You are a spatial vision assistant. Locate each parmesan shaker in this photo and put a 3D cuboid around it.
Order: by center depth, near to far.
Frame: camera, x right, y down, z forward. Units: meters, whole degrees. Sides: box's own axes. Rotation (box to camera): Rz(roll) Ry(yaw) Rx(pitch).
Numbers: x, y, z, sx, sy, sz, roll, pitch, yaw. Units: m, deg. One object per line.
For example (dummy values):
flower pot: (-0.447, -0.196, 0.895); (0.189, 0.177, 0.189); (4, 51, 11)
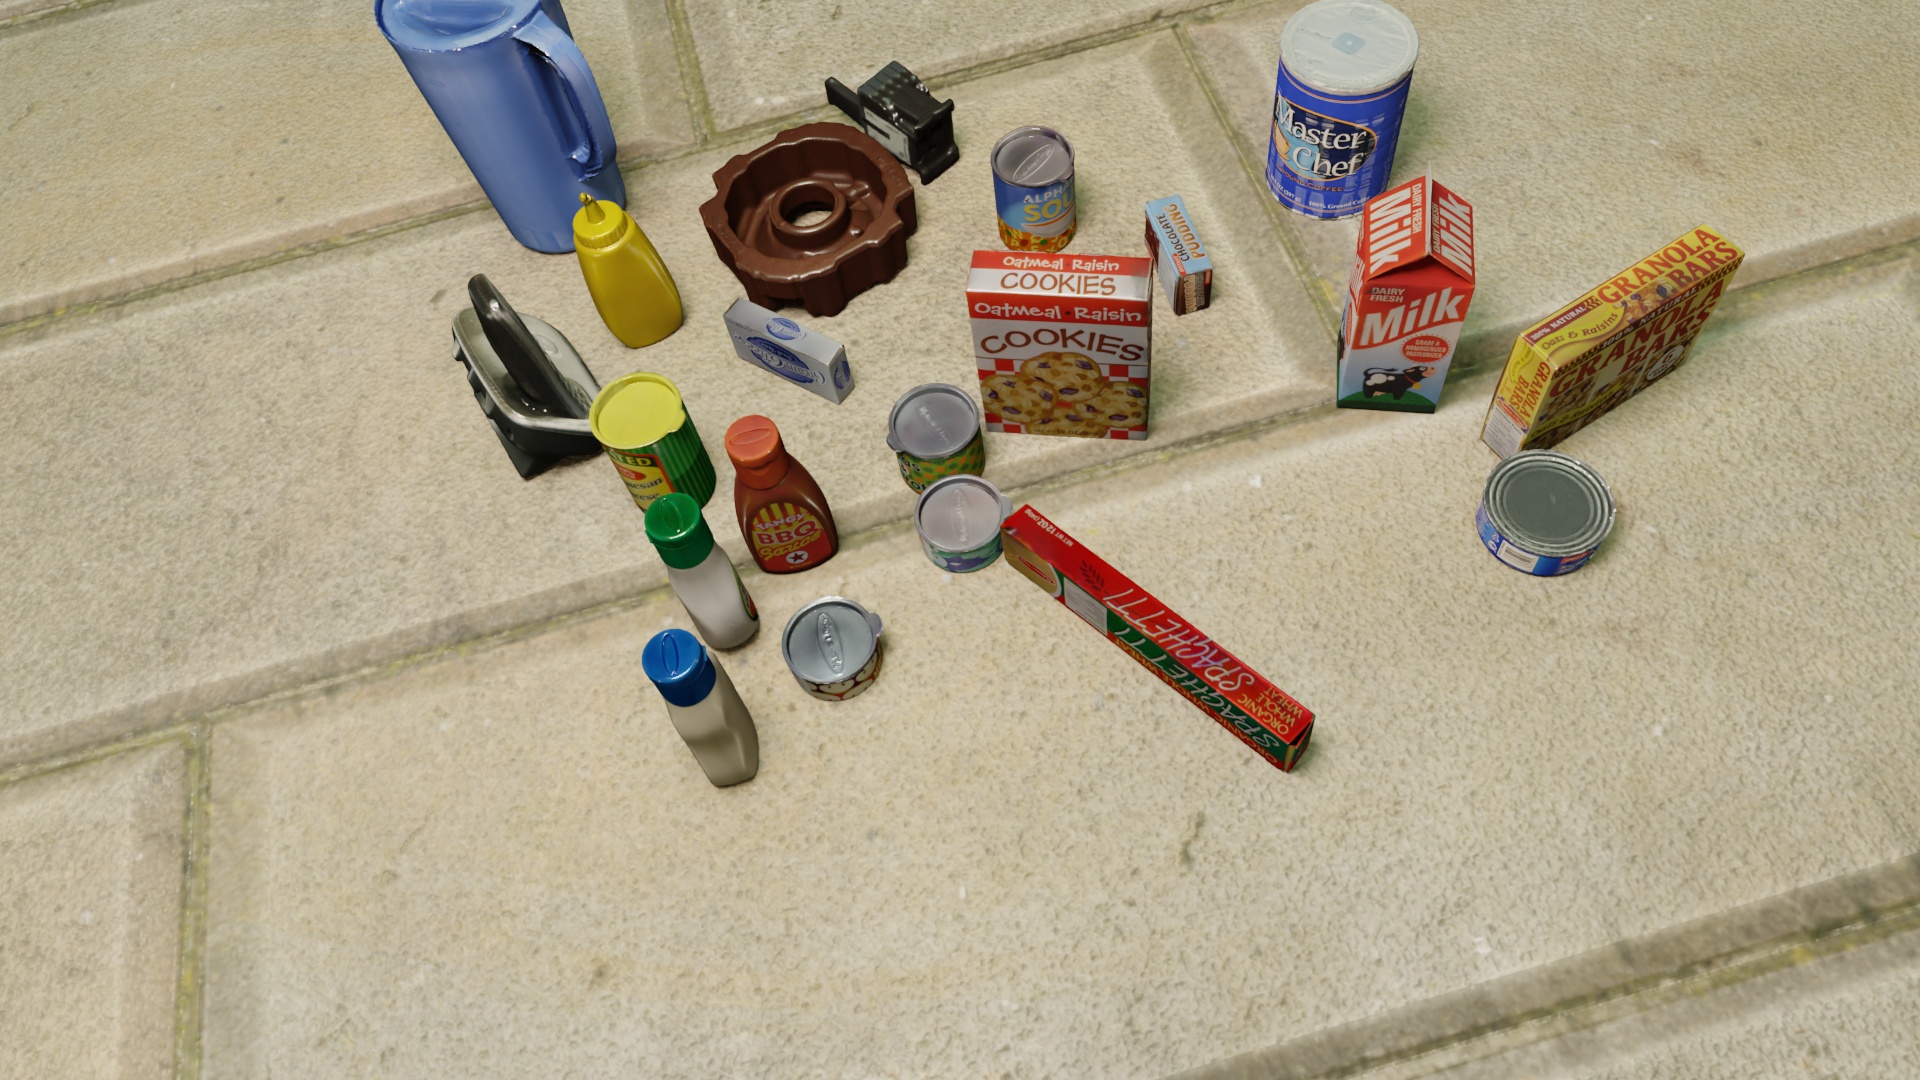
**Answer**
parmesan shaker: (-0.221, -0.066, 1.018); (0.071, 0.102, 0.071); (-3, 60, 5)

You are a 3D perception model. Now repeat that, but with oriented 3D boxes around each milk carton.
milk carton: (0.310, -0.172, 0.968); (0.073, 0.189, 0.072); (4, 61, 9)

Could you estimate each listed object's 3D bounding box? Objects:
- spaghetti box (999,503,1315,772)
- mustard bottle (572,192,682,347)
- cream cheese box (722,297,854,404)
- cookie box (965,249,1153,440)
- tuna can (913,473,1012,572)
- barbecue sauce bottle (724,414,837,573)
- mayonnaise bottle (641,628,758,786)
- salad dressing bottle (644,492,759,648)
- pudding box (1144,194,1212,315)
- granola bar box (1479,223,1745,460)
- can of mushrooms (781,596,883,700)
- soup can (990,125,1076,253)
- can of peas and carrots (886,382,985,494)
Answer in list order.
spaghetti box: (0.128, 0.063, 0.932); (0.250, 0.050, 0.029); (37, 70, 24)
mustard bottle: (-0.265, -0.217, 1.080); (0.065, 0.159, 0.049); (-27, 60, -9)
cream cheese box: (-0.133, -0.148, 1.086); (0.104, 0.053, 0.024); (26, 66, 20)
cookie box: (0.074, -0.136, 0.988); (0.123, 0.166, 0.040); (4, 61, 9)
tuna can: (0.004, -0.013, 1.002); (0.071, 0.032, 0.071); (-3, 59, 5)
barbecue sauce bottle: (-0.128, -0.031, 0.961); (0.065, 0.148, 0.044); (-15, 59, -2)
mayonnaise bottle: (-0.165, 0.104, 0.885); (0.041, 0.147, 0.065); (-15, 59, -2)
salad dressing bottle: (-0.174, 0.022, 0.935); (0.044, 0.147, 0.064); (-27, 60, -9)
pudding box: (0.171, -0.226, 1.099); (0.030, 0.049, 0.084); (-15, 59, -2)
granola bar box: (0.449, -0.133, 0.968); (0.166, 0.123, 0.039); (-30, 61, -11)
can of mushrooms: (-0.086, 0.074, 0.960); (0.071, 0.033, 0.071); (-3, 59, 5)
soup can: (0.062, -0.280, 1.123); (0.071, 0.083, 0.071); (-3, 60, 5)
can of peas and carrots: (-0.018, -0.071, 1.024); (0.071, 0.058, 0.071); (-3, 59, 5)
